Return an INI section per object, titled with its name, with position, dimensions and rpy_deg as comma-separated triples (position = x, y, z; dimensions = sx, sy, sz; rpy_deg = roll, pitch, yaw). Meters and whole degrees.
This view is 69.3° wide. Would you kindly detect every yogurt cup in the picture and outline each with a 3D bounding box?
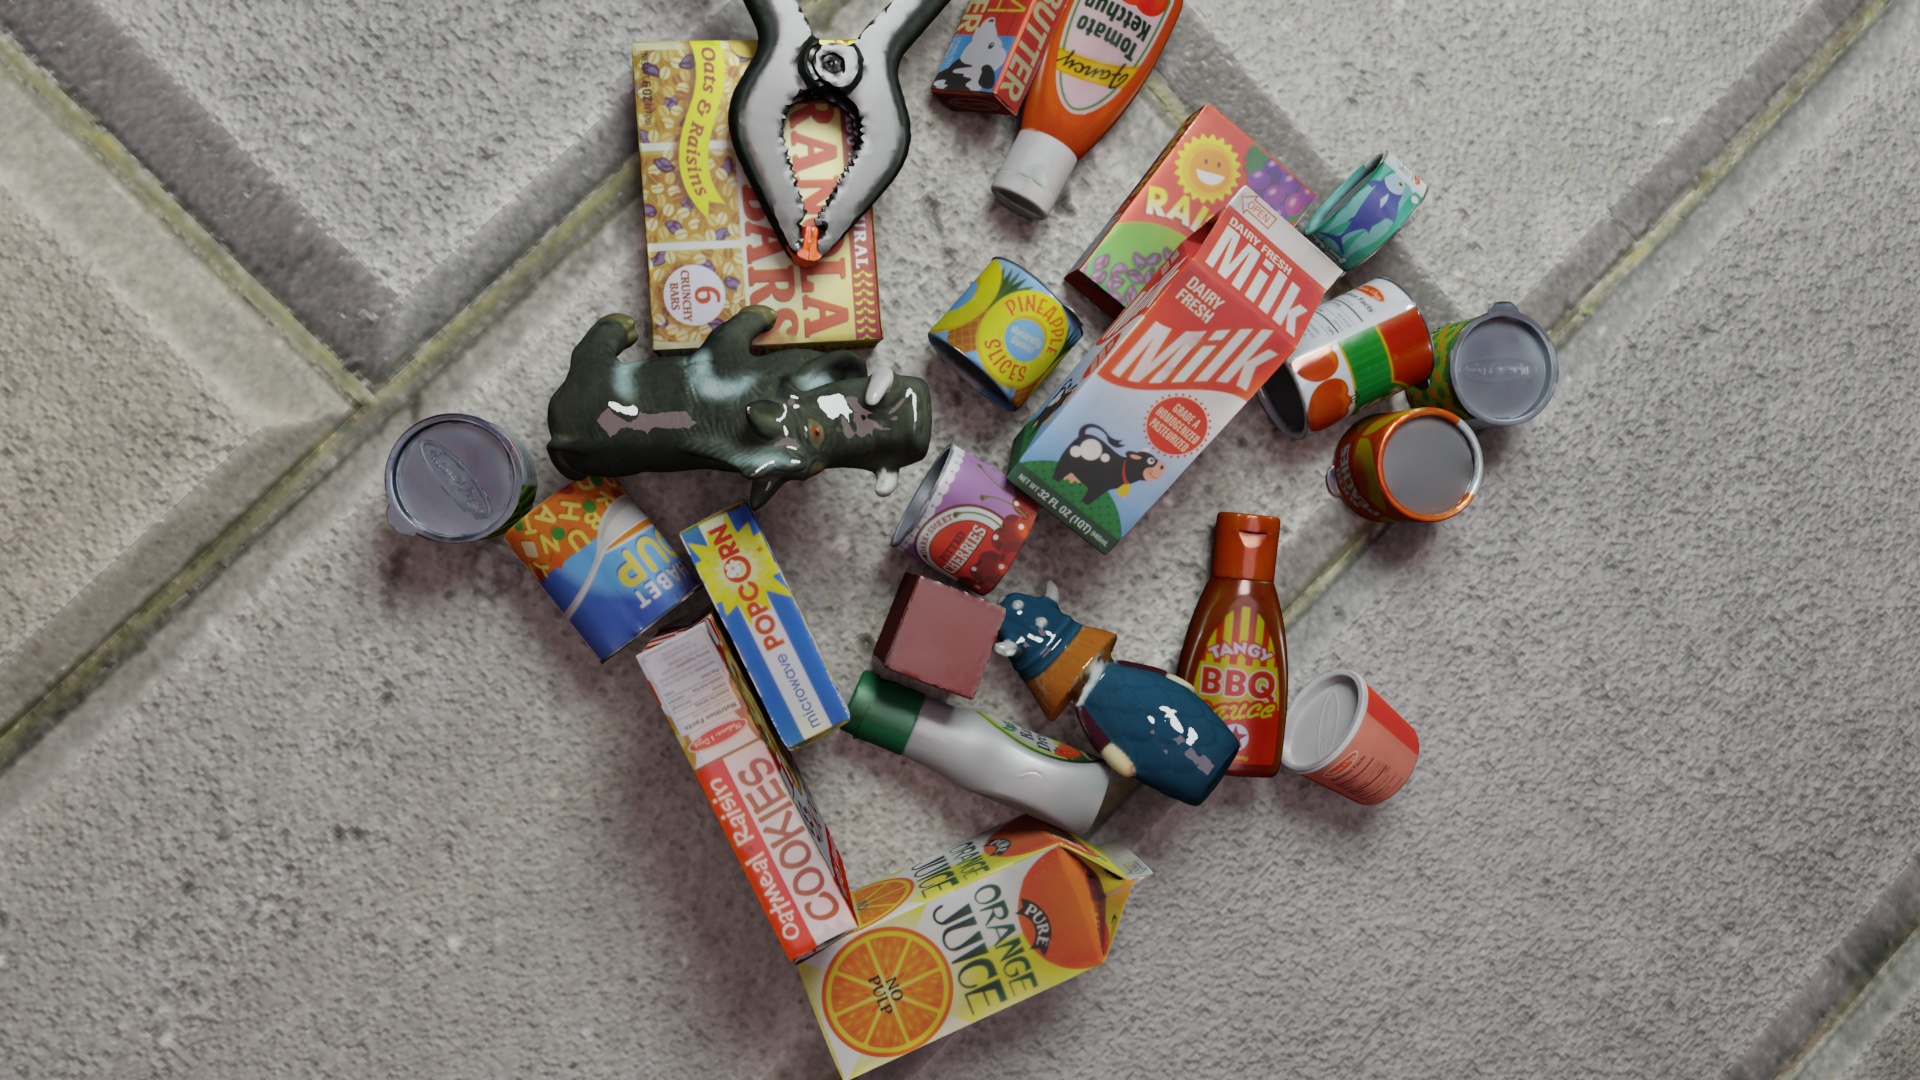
[yogurt cup]
position = 0.226, 0.116, 0.801
dimensions = 0.054, 0.072, 0.072
rpy_deg = 35, 86, -16

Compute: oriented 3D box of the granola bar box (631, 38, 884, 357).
[granola bar box]
position = -0.110, -0.186, 0.756
dimensions = 0.124, 0.039, 0.165
rpy_deg = -4, 91, -9

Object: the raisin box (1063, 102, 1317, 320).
[raisin box]
position = 0.132, -0.173, 0.795
dimensions = 0.086, 0.040, 0.123
rpy_deg = 38, 86, -7

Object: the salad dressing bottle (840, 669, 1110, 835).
[salad dressing bottle]
position = 0.008, 0.116, 0.769
dimensions = 0.148, 0.064, 0.044
rpy_deg = 22, 90, -1

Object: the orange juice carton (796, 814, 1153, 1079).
[orange juice carton]
position = 0.009, 0.211, 0.762
dimensions = 0.193, 0.072, 0.073
rpy_deg = -22, 95, -8

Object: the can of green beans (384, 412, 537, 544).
[can of green beans]
position = -0.258, -0.032, 0.724
dimensions = 0.071, 0.058, 0.071
rpy_deg = 0, 91, -9

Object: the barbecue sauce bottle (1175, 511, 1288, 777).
[barbecue sauce bottle]
position = 0.158, 0.059, 0.798
dimensions = 0.065, 0.043, 0.148
rpy_deg = 6, 89, 0

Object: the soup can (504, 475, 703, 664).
[soup can]
position = -0.186, 0.010, 0.730
dimensions = 0.071, 0.071, 0.083
rpy_deg = -38, 96, -7

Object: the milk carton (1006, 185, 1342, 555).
[milk carton]
position = 0.112, -0.092, 0.740
dimensions = 0.072, 0.074, 0.190
rpy_deg = 39, 109, -9

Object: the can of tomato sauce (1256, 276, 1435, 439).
[can of tomato sauce]
position = 0.217, -0.102, 0.796
dimensions = 0.083, 0.071, 0.071
rpy_deg = -25, 95, -7

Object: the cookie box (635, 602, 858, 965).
[cookie box]
position = -0.109, 0.119, 0.716
dimensions = 0.040, 0.123, 0.167
rpy_deg = -26, 95, -6

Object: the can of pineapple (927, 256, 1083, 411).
[can of pineapple]
position = 0.025, -0.113, 0.762
dimensions = 0.071, 0.071, 0.058
rpy_deg = 41, 86, -7

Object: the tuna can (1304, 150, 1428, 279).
[tuna can]
position = 0.230, -0.187, 0.797
dimensions = 0.033, 0.071, 0.071
rpy_deg = 41, 85, -7

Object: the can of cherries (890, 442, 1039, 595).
[can of cherries]
position = 0.003, -0.010, 0.759
dimensions = 0.058, 0.071, 0.071
rpy_deg = 30, 86, -9

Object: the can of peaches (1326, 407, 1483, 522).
[can of peaches]
position = 0.257, -0.042, 0.806
dimensions = 0.071, 0.058, 0.071
rpy_deg = 0, 91, -10

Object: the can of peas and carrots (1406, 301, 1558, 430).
[can of peas and carrots]
position = 0.303, -0.100, 0.812
dimensions = 0.071, 0.058, 0.071
rpy_deg = 0, 90, -9

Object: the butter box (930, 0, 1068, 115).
[butter box]
position = 0.027, -0.288, 0.770
dimensions = 0.024, 0.053, 0.103
rpy_deg = 28, 85, -48

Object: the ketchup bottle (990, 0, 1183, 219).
[ketchup bottle]
position = 0.066, -0.254, 0.781
dimensions = 0.065, 0.043, 0.149
rpy_deg = 27, 87, -7

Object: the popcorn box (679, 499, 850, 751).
[popcorn box]
position = -0.103, 0.042, 0.736
dimensions = 0.038, 0.085, 0.126
rpy_deg = -26, 95, -6
